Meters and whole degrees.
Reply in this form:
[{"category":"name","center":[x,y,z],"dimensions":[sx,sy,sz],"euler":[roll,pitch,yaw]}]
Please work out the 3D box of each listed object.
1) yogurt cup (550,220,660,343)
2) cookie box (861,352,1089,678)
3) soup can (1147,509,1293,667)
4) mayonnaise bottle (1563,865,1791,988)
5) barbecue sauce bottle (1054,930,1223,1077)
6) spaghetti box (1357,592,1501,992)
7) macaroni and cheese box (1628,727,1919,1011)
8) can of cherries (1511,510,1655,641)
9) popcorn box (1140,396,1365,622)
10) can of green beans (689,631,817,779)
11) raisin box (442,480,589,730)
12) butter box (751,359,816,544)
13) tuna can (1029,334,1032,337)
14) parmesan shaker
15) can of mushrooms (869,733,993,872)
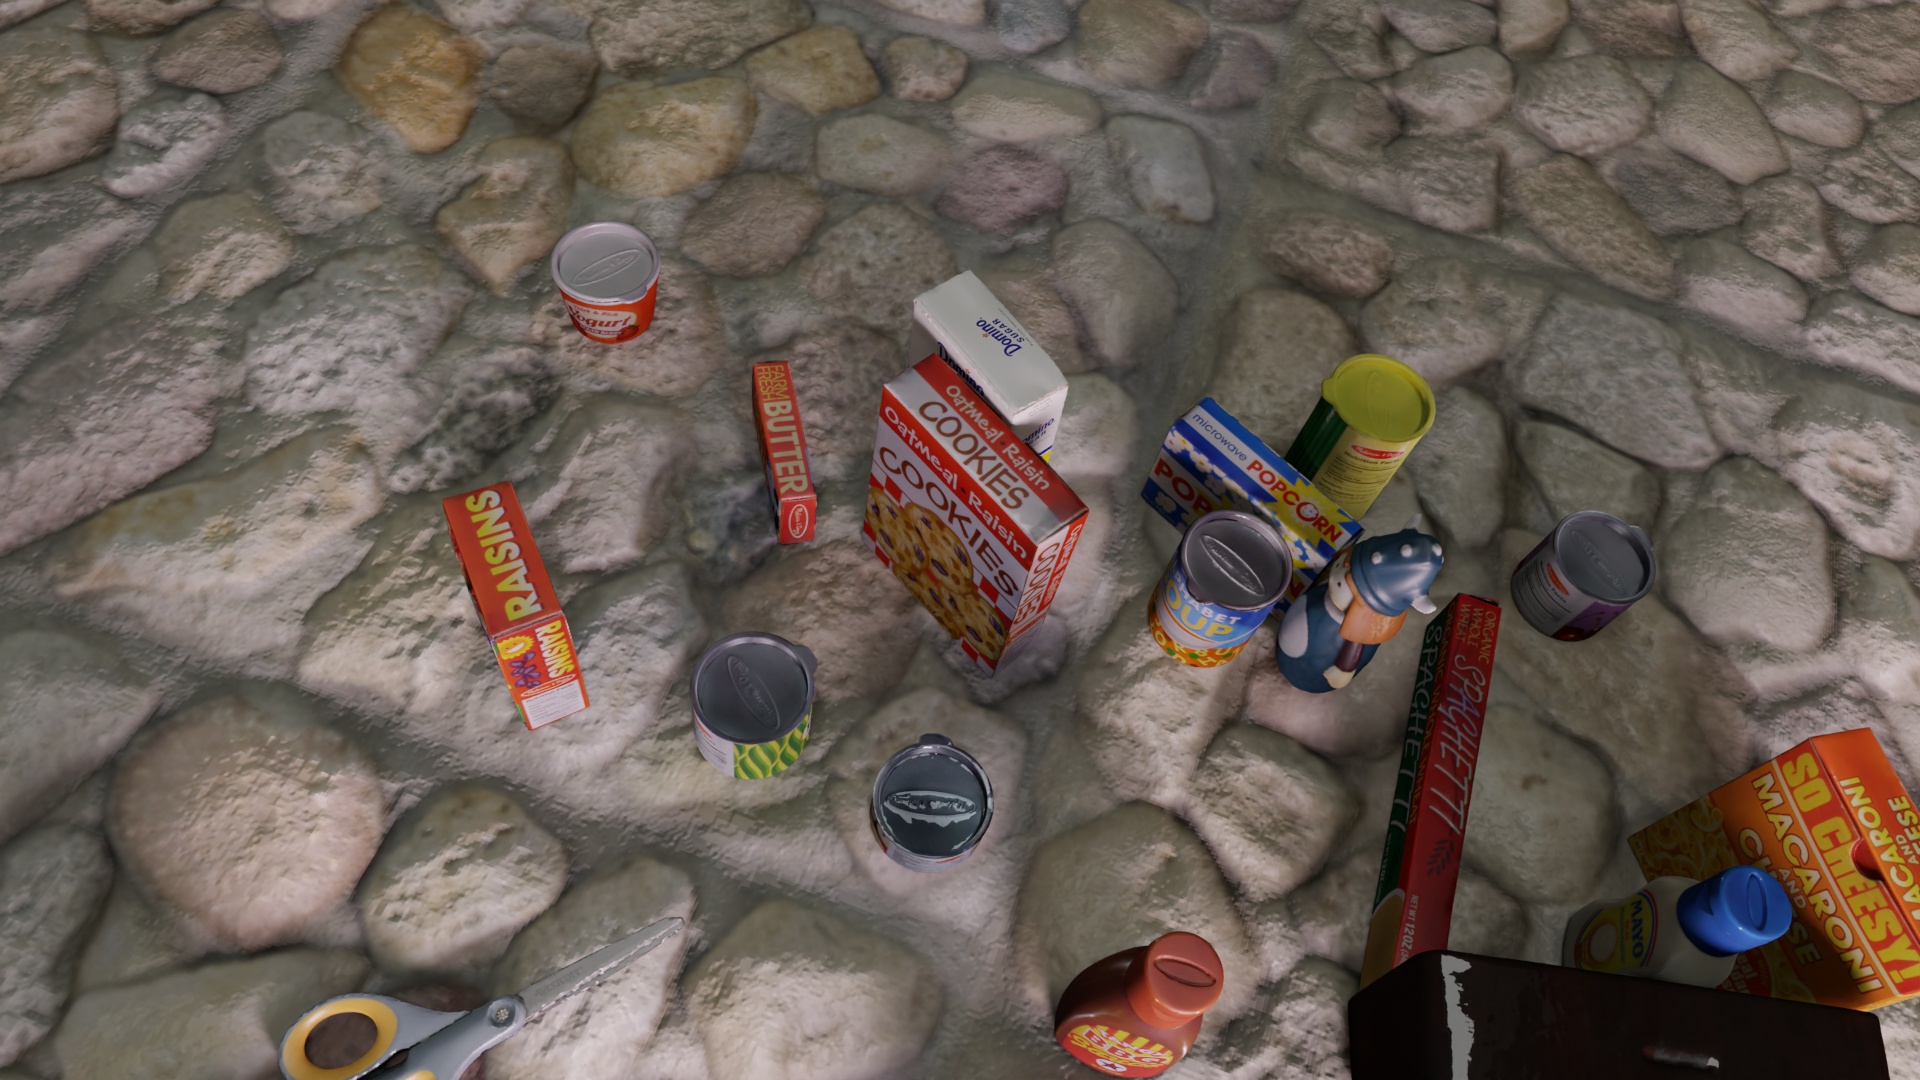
[{"category":"yogurt cup","center":[-0.228,-0.165,0.900],"dimensions":[0.072,0.053,0.073],"euler":[4,60,-6]},{"category":"cookie box","center":[0.003,-0.010,0.780],"dimensions":[0.040,0.166,0.123],"euler":[-35,71,-24]},{"category":"soup can","center":[0.150,0.032,0.827],"dimensions":[0.071,0.083,0.071],"euler":[4,60,-6]},{"category":"mayonnaise bottle","center":[0.368,0.206,0.722],"dimensions":[0.041,0.147,0.065],"euler":[15,60,0]},{"category":"barbecue sauce bottle","center":[0.089,0.223,0.669],"dimensions":[0.065,0.147,0.044],"euler":[19,60,2]},{"category":"spaghetti box","center":[0.273,0.143,0.800],"dimensions":[0.029,0.050,0.251],"euler":[20,59,3]},{"category":"macaroni and cheese box","center":[0.439,0.187,0.733],"dimensions":[0.040,0.165,0.124],"euler":[-8,62,-13]},{"category":"can of cherries","center":[0.397,0.023,0.884],"dimensions":[0.071,0.058,0.072],"euler":[4,60,-6]},{"category":"popcorn box","center":[0.177,-0.019,0.859],"dimensions":[0.038,0.084,0.127],"euler":[-39,72,-25]},{"category":"can of green beans","center":[-0.115,0.092,0.767],"dimensions":[0.071,0.057,0.071],"euler":[4,60,-6]},{"category":"raisin box","center":[-0.237,0.037,0.742],"dimensions":[0.040,0.122,0.086],"euler":[-20,65,-18]},{"category":"butter box","center":[-0.109,-0.055,0.855],"dimensions":[0.024,0.053,0.104],"euler":[-8,62,-13]},{"category":"tuna can","center":[0.026,-0.104,0.915],"dimensions":[0.071,0.032,0.071],"euler":[4,60,-6]},{"category":"parmesan shaker","center":[0.247,-0.063,0.885],"dimensions":[0.071,0.102,0.071],"euler":[4,60,-6]},{"category":"can of mushrooms","center":[-0.016,0.145,0.765],"dimensions":[0.071,0.033,0.071],"euler":[4,60,-6]}]
